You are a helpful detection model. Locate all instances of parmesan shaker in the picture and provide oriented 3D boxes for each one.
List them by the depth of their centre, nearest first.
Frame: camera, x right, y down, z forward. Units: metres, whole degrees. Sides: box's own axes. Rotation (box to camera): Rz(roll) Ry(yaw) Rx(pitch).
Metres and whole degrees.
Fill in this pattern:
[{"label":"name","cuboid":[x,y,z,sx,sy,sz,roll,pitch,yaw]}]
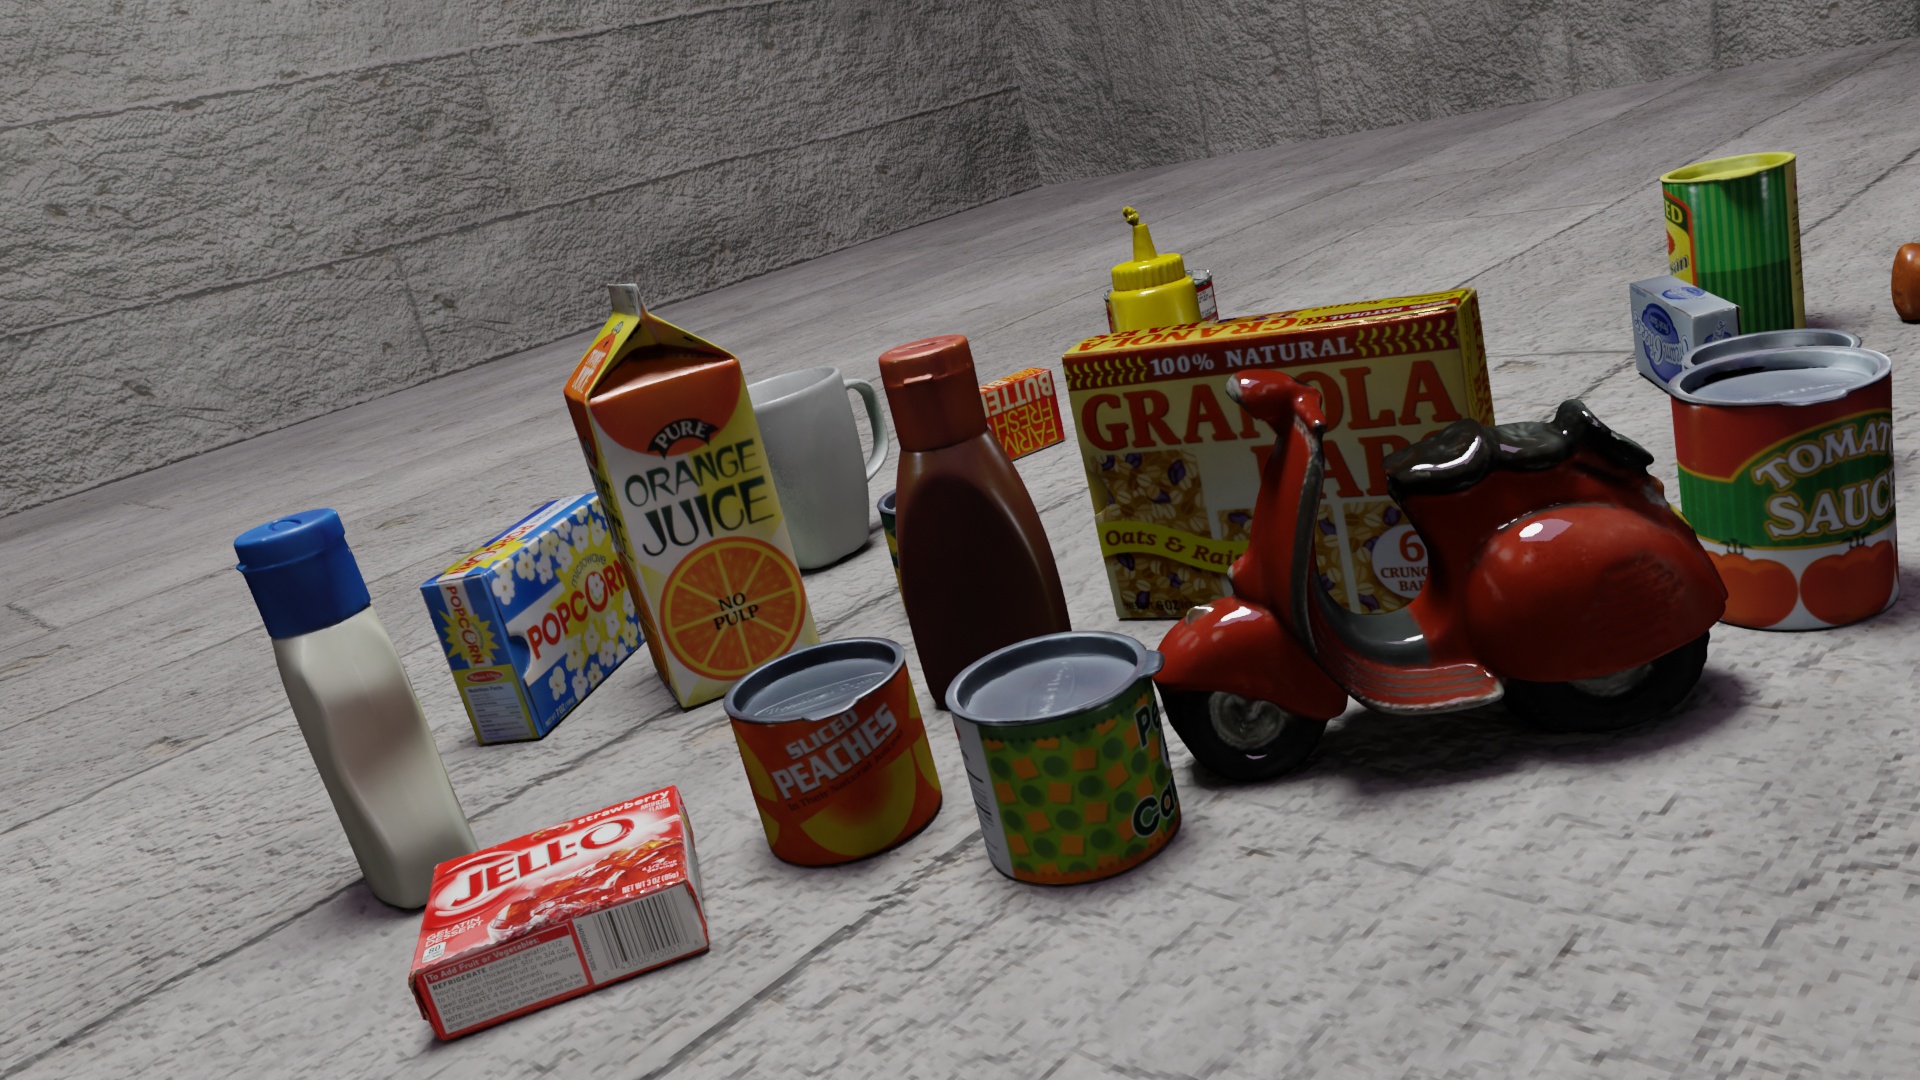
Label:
[{"label":"parmesan shaker","cuboid":[0.433,-0.158,0.778,0.071,0.102,0.071,-13,17,4]}]

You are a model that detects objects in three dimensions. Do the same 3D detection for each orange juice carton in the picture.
[{"label":"orange juice carton","cuboid":[-0.132,-0.027,0.655,0.073,0.192,0.072,-20,18,-19]}]

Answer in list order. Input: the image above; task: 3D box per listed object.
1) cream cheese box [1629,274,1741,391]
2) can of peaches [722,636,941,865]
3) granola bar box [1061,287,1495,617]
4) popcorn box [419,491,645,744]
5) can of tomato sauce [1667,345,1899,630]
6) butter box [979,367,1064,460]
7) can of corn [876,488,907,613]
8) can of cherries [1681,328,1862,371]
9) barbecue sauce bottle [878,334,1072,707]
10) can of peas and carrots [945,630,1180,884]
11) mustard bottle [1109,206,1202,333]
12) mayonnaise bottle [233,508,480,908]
[{"label":"cream cheese box","cuboid":[0.383,-0.105,0.734,0.024,0.053,0.104,-10,17,12]},{"label":"can of peaches","cuboid":[-0.044,0.075,0.493,0.071,0.058,0.071,-13,17,4]},{"label":"granola bar box","cuboid":[0.133,-0.031,0.576,0.165,0.123,0.039,-3,20,32]},{"label":"popcorn box","cuboid":[-0.208,0.035,0.700,0.038,0.085,0.127,-9,18,17]},{"label":"can of tomato sauce","cuboid":[0.288,-0.018,0.484,0.071,0.083,0.071,-13,17,4]},{"label":"butter box","cuboid":[0.019,-0.077,0.931,0.104,0.053,0.024,-23,19,-26]},{"label":"can of corn","cuboid":[-0.003,0.002,0.689,0.071,0.058,0.071,-13,17,4]},{"label":"can of cherries","cuboid":[0.344,-0.053,0.591,0.071,0.058,0.072,-13,17,4]},{"label":"barbecue sauce bottle","cuboid":[0.002,-0.007,0.561,0.065,0.148,0.044,-10,17,15]},{"label":"can of peas and carrots","cuboid":[0.036,0.068,0.448,0.071,0.058,0.071,-13,17,4]},{"label":"mustard bottle","cuboid":[0.112,-0.105,0.765,0.049,0.159,0.065,-11,17,11]},{"label":"mayonnaise bottle","cuboid":[-0.226,0.062,0.521,0.041,0.147,0.065,-25,20,-33]}]
